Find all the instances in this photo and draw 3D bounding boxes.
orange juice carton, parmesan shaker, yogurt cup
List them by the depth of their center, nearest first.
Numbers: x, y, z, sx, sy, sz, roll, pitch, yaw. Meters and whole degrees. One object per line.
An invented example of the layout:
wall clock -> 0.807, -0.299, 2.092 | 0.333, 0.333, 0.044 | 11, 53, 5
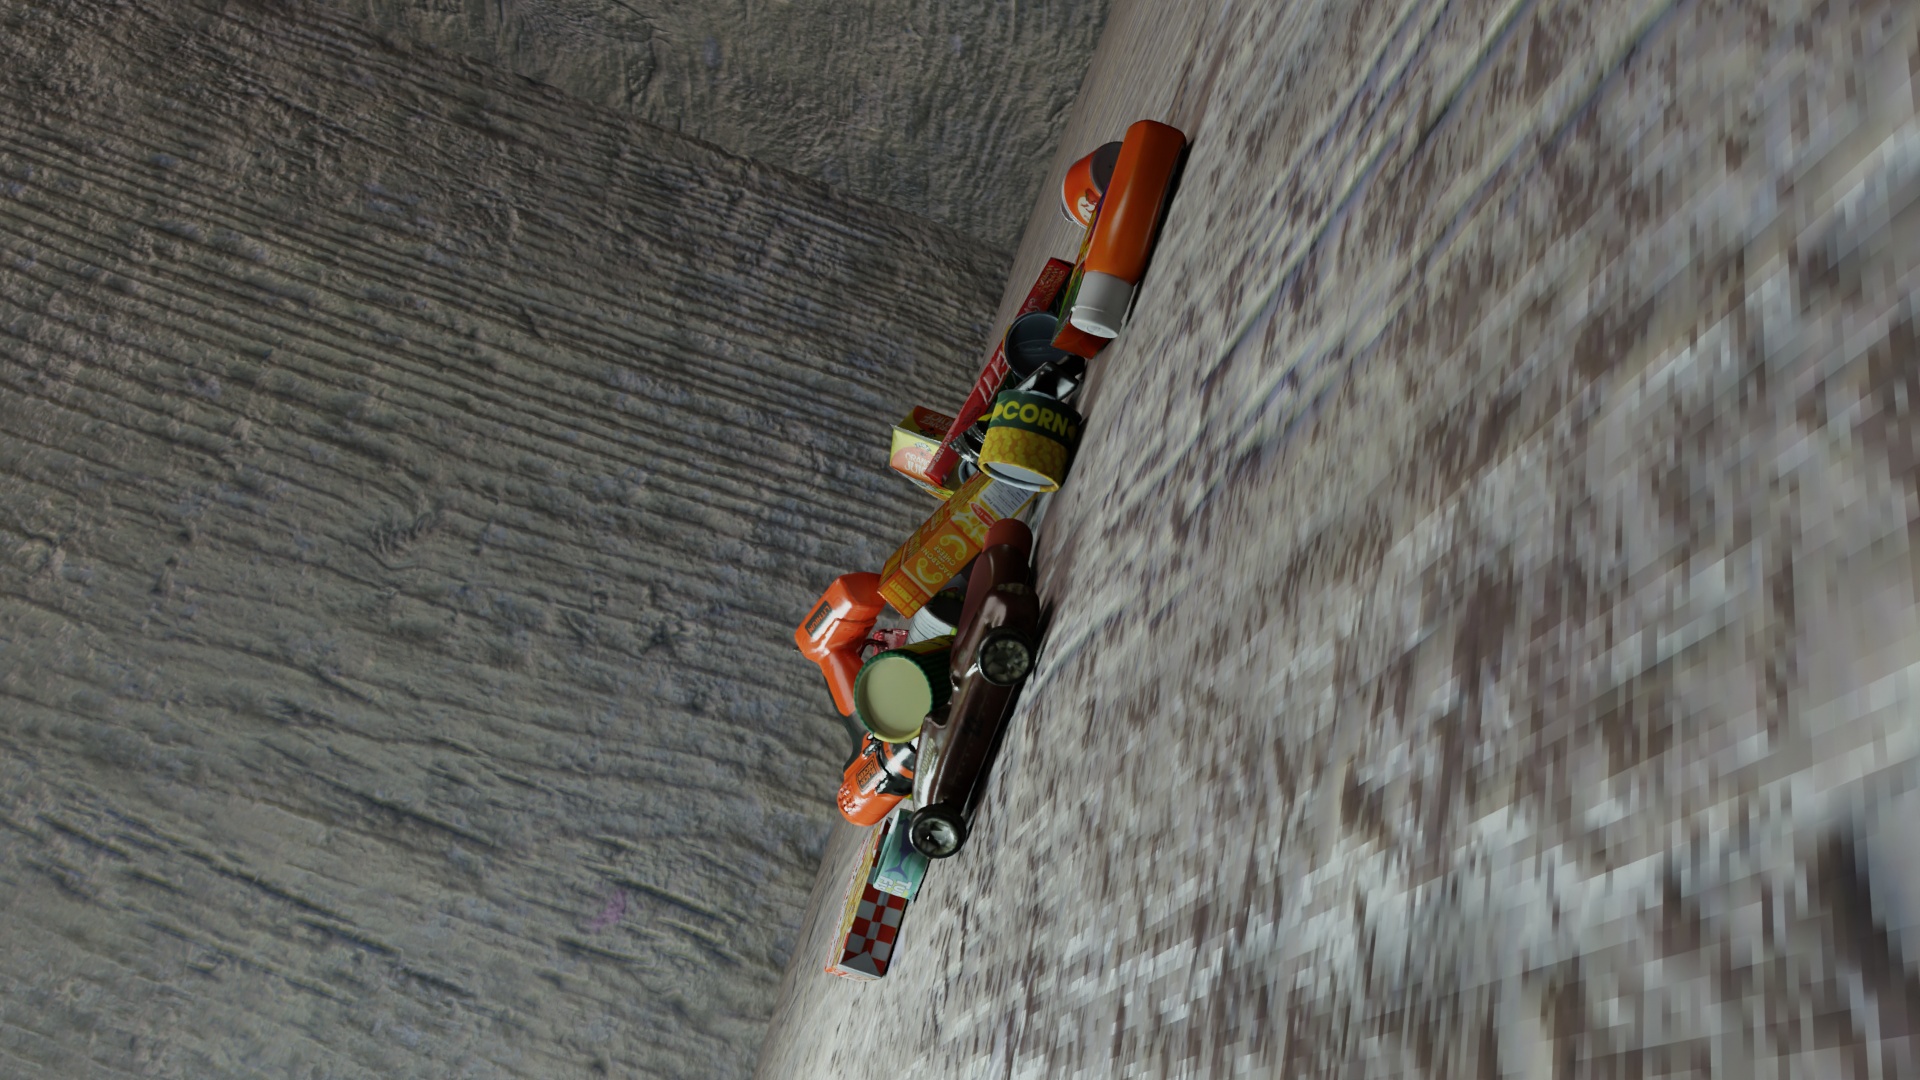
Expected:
parmesan shaker -> -0.025, 0.106, 1.014 | 0.103, 0.071, 0.071 | -5, -64, -68
yogurt cup -> 0.124, -0.295, 1.149 | 0.054, 0.072, 0.072 | 155, 134, -74
orange juice carton -> -0.013, -0.087, 1.478 | 0.073, 0.072, 0.192 | -66, -21, -4

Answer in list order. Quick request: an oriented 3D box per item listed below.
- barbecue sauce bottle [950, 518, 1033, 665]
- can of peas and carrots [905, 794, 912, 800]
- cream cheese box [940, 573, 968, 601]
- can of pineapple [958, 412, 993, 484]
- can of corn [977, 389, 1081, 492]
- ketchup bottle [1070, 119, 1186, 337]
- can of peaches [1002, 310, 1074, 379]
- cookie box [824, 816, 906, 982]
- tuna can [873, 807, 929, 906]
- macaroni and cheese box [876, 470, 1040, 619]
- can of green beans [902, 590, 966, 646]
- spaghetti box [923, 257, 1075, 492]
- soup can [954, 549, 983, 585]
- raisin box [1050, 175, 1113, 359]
barbecue sauce bottle -> 0.027, 0.038, 1.023 | 0.149, 0.044, 0.064 | -75, 10, -54
can of peas and carrots -> -0.060, 0.212, 1.333 | 0.071, 0.059, 0.071 | -155, 83, -87
cream cheese box -> -0.013, 0.065, 1.287 | 0.053, 0.024, 0.103 | -28, -16, -5
can of pineapple -> 0.038, -0.079, 1.313 | 0.070, 0.071, 0.058 | 113, 175, -51
can of corn -> 0.052, -0.075, 1.046 | 0.071, 0.071, 0.058 | 125, 162, -78
ketchup bottle -> 0.118, -0.221, 0.992 | 0.064, 0.043, 0.149 | 168, 121, -87
can of peaches -> 0.073, -0.180, 1.302 | 0.058, 0.071, 0.071 | -92, 21, -80
cookie box -> -0.076, 0.311, 1.190 | 0.167, 0.040, 0.123 | 118, 171, -69
tuna can -> -0.044, 0.248, 1.089 | 0.071, 0.033, 0.071 | -154, 83, -87
macaroni and cheese box -> 0.004, -0.015, 1.168 | 0.166, 0.040, 0.124 | -45, 7, 7
can of green beans -> -0.013, 0.084, 1.207 | 0.071, 0.071, 0.057 | -79, 10, -67
spaghetti box -> 0.047, -0.160, 1.364 | 0.249, 0.029, 0.050 | -59, -30, 6
soup can -> 0.002, 0.022, 1.347 | 0.083, 0.071, 0.071 | 122, 167, -71
raisin box -> 0.112, -0.211, 1.081 | 0.086, 0.040, 0.123 | 130, 157, -83
